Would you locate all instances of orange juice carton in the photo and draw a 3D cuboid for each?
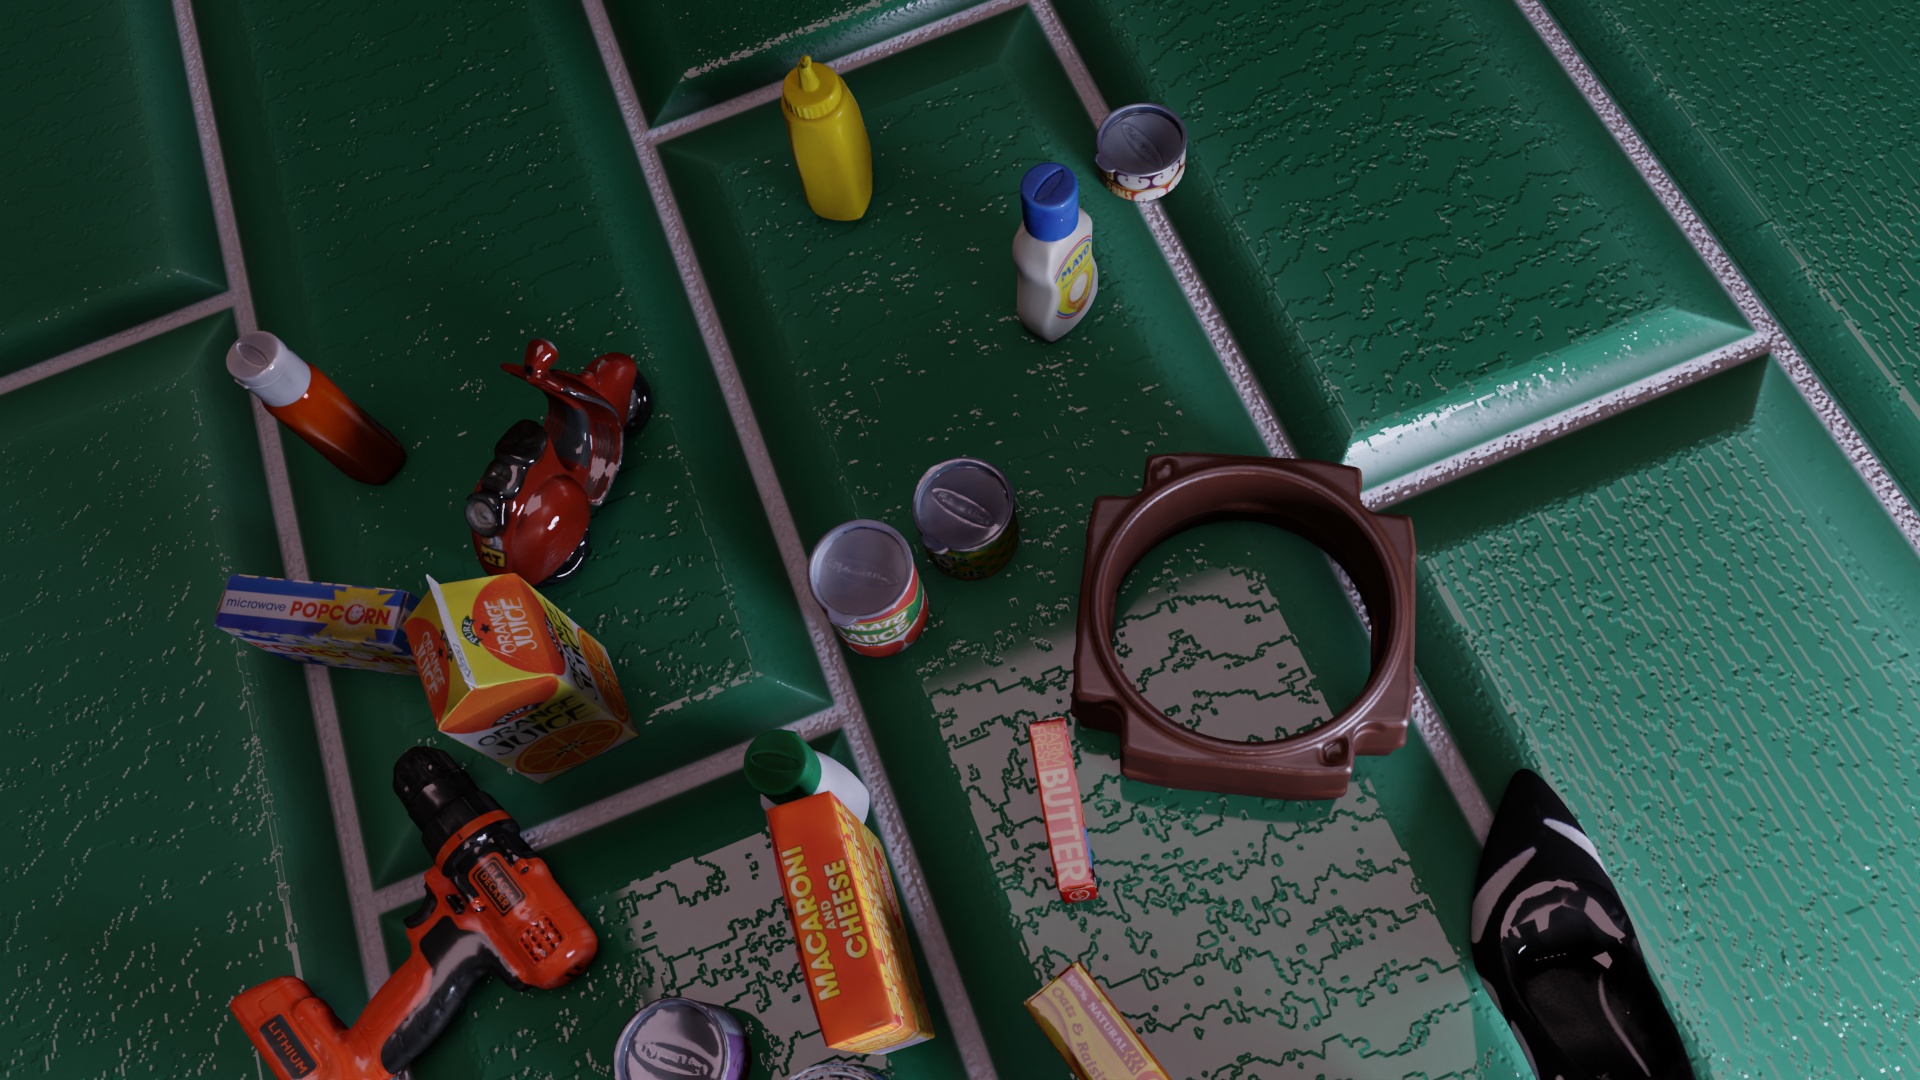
[{"bbox_3d":[-0.267,0.081,0.834,0.073,0.192,0.072,-26,68,-4],"label":"orange juice carton"}]

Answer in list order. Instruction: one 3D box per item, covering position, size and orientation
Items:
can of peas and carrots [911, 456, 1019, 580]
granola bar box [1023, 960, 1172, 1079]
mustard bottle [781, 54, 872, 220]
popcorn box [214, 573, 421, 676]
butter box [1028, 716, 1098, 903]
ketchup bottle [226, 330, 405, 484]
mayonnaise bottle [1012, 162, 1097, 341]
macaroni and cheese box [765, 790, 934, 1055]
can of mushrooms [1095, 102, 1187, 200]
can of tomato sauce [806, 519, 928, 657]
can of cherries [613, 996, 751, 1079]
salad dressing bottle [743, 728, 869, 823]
[{"bbox_3d":[0.003,-0.011,0.913,0.071,0.058,0.071,-2,68,6],"label":"can of peas and carrots"},{"bbox_3d":[0.102,0.306,0.738,0.039,0.123,0.166,-37,69,-8],"label":"granola bar box"},{"bbox_3d":[-0.097,-0.292,0.983,0.049,0.159,0.065,3,69,8],"label":"mustard bottle"},{"bbox_3d":[-0.408,0.057,0.918,0.127,0.085,0.038,5,69,8],"label":"popcorn box"},{"bbox_3d":[0.062,0.163,0.839,0.024,0.053,0.104,-11,67,2],"label":"butter box"},{"bbox_3d":[-0.440,-0.090,0.947,0.065,0.148,0.043,31,75,17],"label":"ketchup bottle"},{"bbox_3d":[0.063,-0.194,0.932,0.041,0.147,0.065,35,76,18],"label":"mayonnaise bottle"},{"bbox_3d":[-0.059,0.217,0.770,0.040,0.166,0.124,-19,68,-1],"label":"macaroni and cheese box"},{"bbox_3d":[0.131,-0.285,1.023,0.071,0.033,0.071,-2,68,6],"label":"can of mushrooms"},{"bbox_3d":[-0.058,0.034,0.889,0.071,0.083,0.071,-2,68,6],"label":"can of tomato sauce"},{"bbox_3d":[-0.161,0.303,0.805,0.071,0.058,0.072,-2,68,6],"label":"can of cherries"},{"bbox_3d":[-0.092,0.144,0.813,0.064,0.147,0.044,9,70,10],"label":"salad dressing bottle"}]
